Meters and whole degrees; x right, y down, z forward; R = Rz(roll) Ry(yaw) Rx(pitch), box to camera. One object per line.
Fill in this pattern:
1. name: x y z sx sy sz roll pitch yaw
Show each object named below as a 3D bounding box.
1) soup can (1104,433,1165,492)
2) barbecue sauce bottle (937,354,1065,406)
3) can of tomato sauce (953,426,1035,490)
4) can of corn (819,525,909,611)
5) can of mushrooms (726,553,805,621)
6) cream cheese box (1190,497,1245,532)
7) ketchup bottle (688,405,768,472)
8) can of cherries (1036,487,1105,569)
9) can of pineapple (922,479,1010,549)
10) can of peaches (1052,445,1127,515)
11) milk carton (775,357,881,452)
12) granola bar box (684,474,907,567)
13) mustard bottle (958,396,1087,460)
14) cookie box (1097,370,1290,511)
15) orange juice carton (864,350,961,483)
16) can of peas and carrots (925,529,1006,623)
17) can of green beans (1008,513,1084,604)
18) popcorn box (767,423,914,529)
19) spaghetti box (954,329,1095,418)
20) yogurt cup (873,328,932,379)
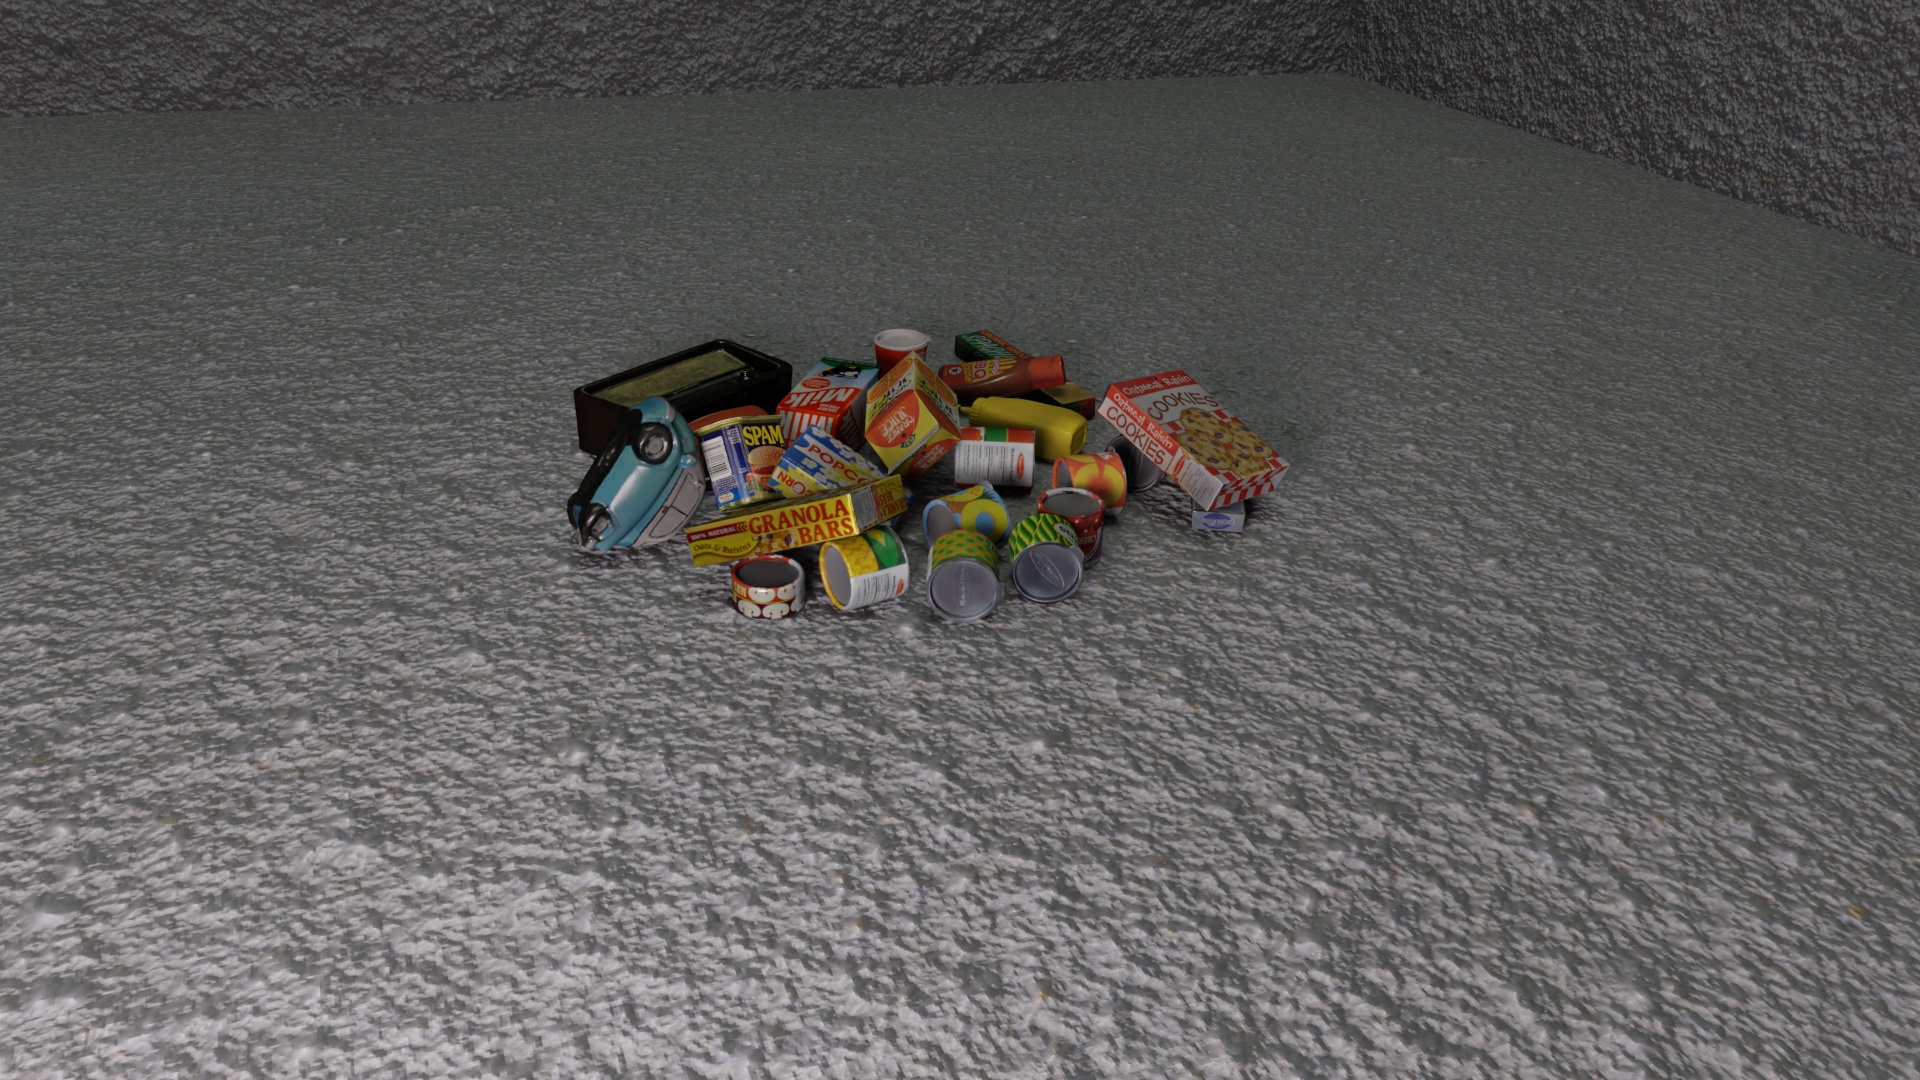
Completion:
1. soup can: 0.204 -0.096 1.497 0.071 0.071 0.084 18 32 25
2. barbecue sauce bottle: 0.049 -0.191 1.643 0.148 0.043 0.065 -7 37 11
3. can of tomato sauce: 0.035 -0.087 1.467 0.083 0.070 0.071 2 29 0
4. can of corn: -0.088 0.024 1.251 0.058 0.070 0.071 -15 34 -29
5. can of mushrooms: -0.175 0.042 1.246 0.071 0.033 0.071 3 29 -1
6. cream cheese box: 0.268 -0.044 1.451 0.053 0.024 0.104 6 29 6
7. ketchup bottle: -0.266 -0.099 1.445 0.043 0.064 0.149 27 30 35
8. can of cherries: 0.106 -0.011 1.341 0.071 0.058 0.072 2 28 -1
9. can of pineapple: 0.005 -0.017 1.331 0.058 0.070 0.071 -19 36 -35
10. can of peaches: 0.131 -0.059 1.418 0.058 0.071 0.071 -7 30 -15
11. milk carton: -0.148 -0.131 1.519 0.072 0.073 0.191 9 30 11
12. granola bar box: -0.146 -0.018 1.263 0.165 0.039 0.124 -11 7 20
13. mustard bottle: 0.062 -0.132 1.567 0.160 0.048 0.065 17 32 25
14. cookie box: 0.242 -0.108 1.443 0.123 0.040 0.168 -16 52 -43
15. orange juice carton: -0.050 -0.124 1.445 0.071 0.073 0.193 -40 19 14
16. can of peas and carrots: 0.005 0.031 1.247 0.071 0.070 0.059 2 28 -1
17. can of green beans: 0.078 0.016 1.281 0.071 0.071 0.058 2 28 -1
18. popcorn box: -0.115 -0.051 1.363 0.127 0.038 0.085 34 33 -2
19. spaghetti box: 0.075 -0.206 1.724 0.050 0.028 0.251 -14 33 -28
20. yogurt cup: -0.074 -0.226 1.719 0.072 0.053 0.073 2 29 -1
